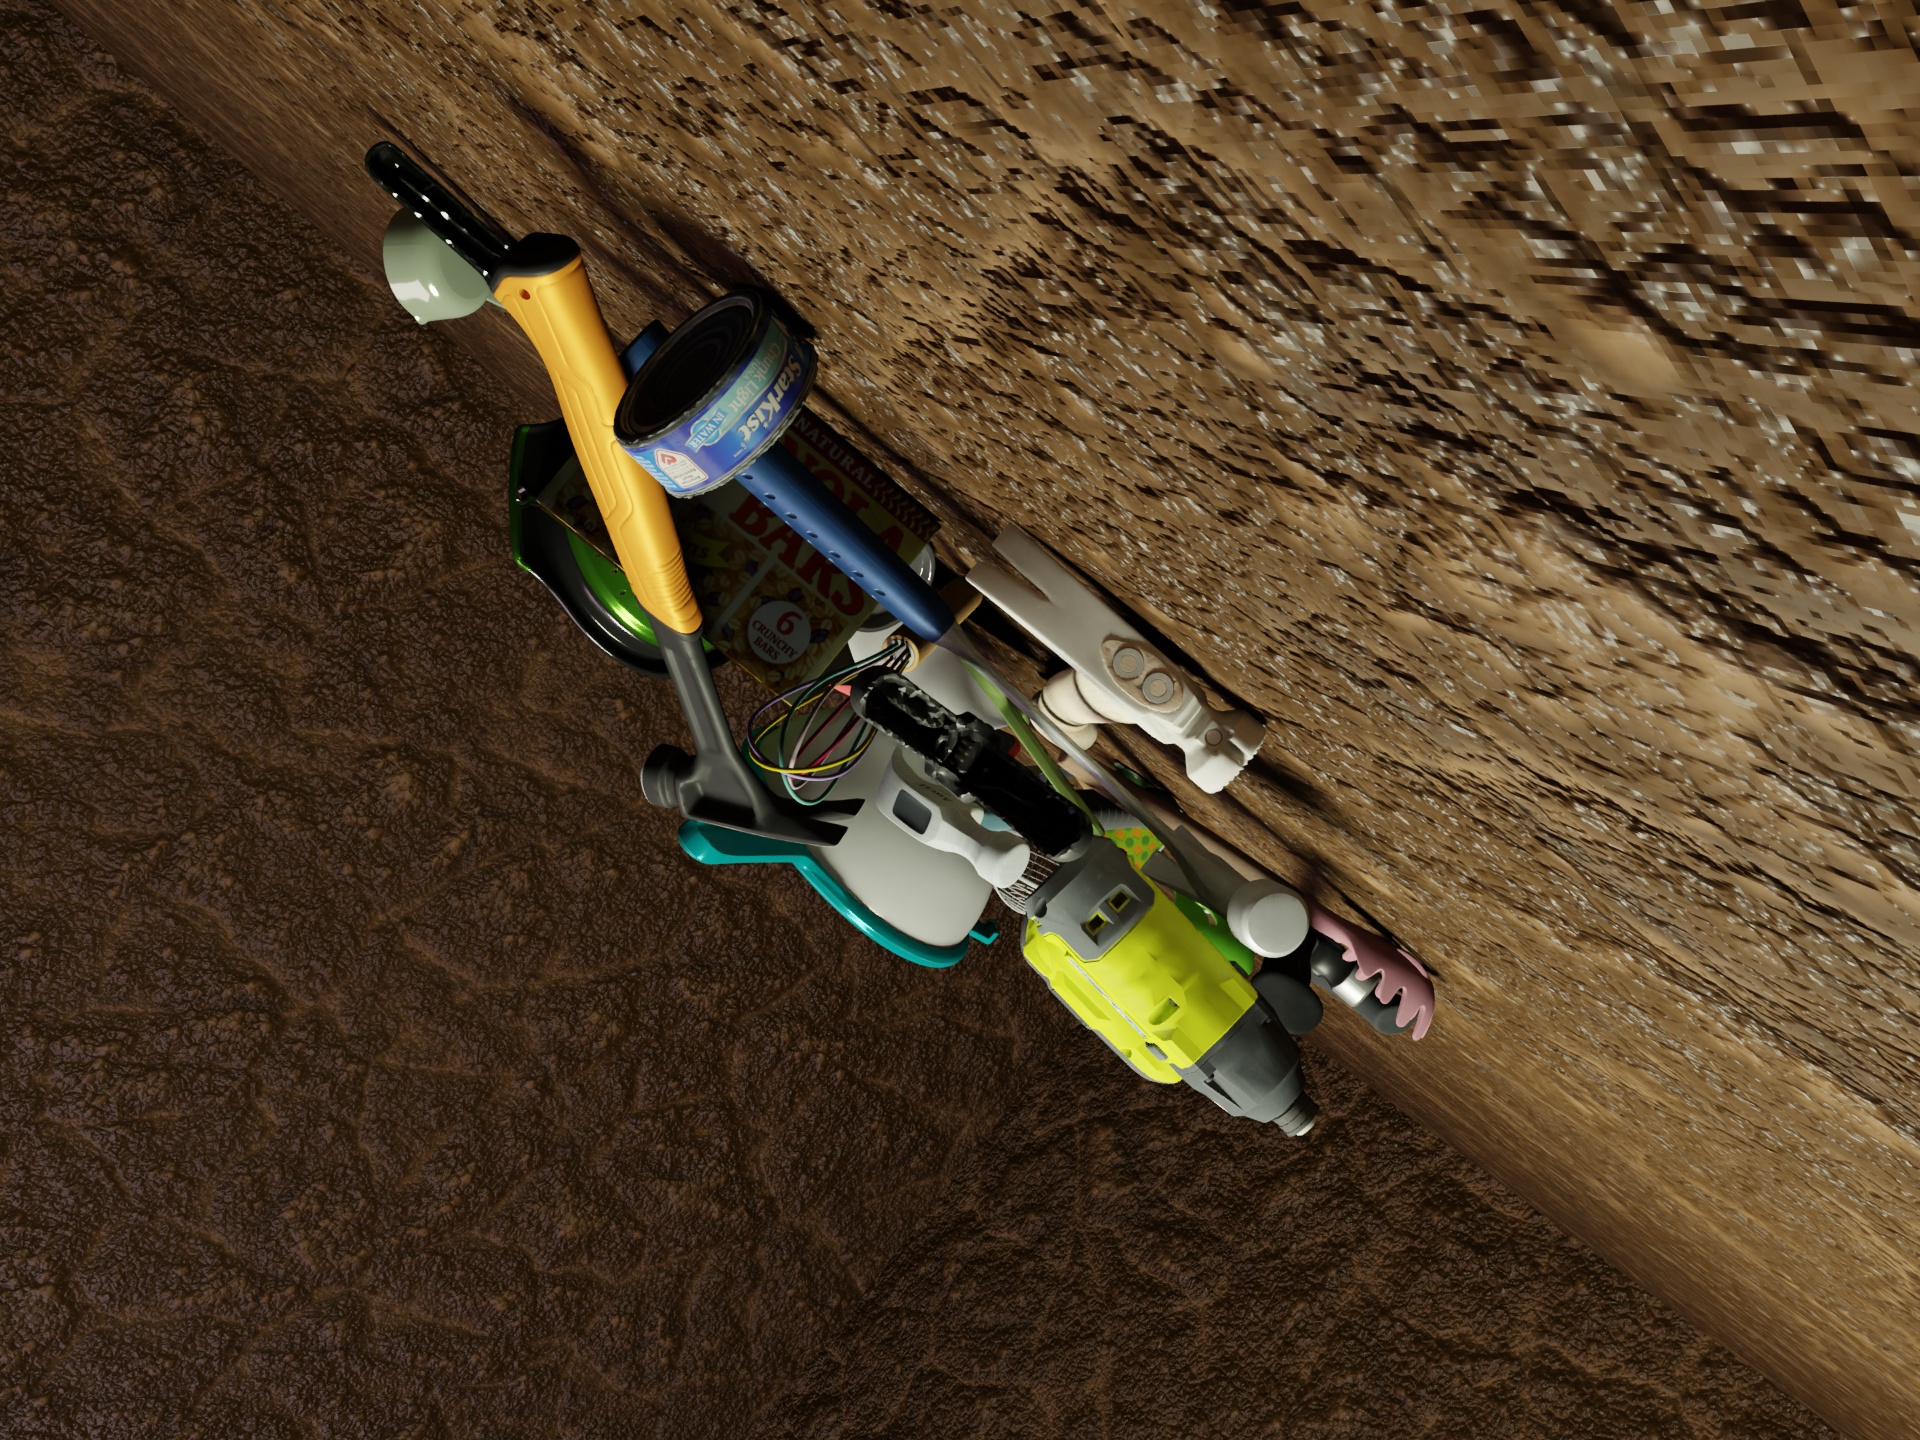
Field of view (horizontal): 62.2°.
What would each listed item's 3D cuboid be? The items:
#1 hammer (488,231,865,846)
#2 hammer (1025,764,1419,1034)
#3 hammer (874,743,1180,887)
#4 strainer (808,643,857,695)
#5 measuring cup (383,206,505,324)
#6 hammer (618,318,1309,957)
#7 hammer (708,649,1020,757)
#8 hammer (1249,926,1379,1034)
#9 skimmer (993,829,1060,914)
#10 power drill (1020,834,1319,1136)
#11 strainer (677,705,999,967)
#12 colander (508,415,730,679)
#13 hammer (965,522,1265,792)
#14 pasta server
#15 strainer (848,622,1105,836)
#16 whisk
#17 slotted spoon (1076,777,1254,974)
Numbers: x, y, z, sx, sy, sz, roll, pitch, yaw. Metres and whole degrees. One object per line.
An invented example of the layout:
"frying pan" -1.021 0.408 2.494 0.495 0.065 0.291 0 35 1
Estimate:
"hammer" -0.138 -0.069 0.751 0.127 0.034 0.336 11 137 25
"hammer" 0.192 0.139 1.319 0.409 0.036 0.149 31 -158 29
"hammer" 0.061 0.059 1.032 0.128 0.033 0.330 29 -167 29
"strainer" -0.061 -0.050 1.232 0.087 0.050 0.258 11 -172 21
"measuring cup" -0.326 -0.306 1.106 0.038 0.083 0.167 4 180 26
"hammer" -0.002 -0.036 0.763 0.405 0.035 0.144 42 177 -12
"hammer" -0.084 -0.049 1.316 0.038 0.143 0.386 -21 148 36
"hammer" 0.212 0.153 1.045 0.146 0.035 0.334 41 -172 11
"skimmer" 0.017 0.010 1.171 0.363 0.090 0.127 65 175 -24
"power drill" 0.105 0.143 0.850 0.171 0.080 0.223 46 175 4
"strainer" -0.064 0.053 1.018 0.211 0.095 0.340 51 -167 16
"colander" -0.138 -0.122 1.163 0.094 0.205 0.396 -19 157 35
"hammer" 0.061 -0.020 0.881 0.146 0.038 0.410 40 177 0
"pasta server" 0.179 0.104 0.962 0.316 0.040 0.060 32 -169 -21
"strainer" -0.002 -0.003 0.979 0.257 0.069 0.151 55 -178 36
"whisk" -0.036 -0.024 0.815 0.051 0.047 0.245 62 -149 -13
"slotted spoon" 0.152 0.106 1.276 0.070 0.031 0.314 19 -163 -28
